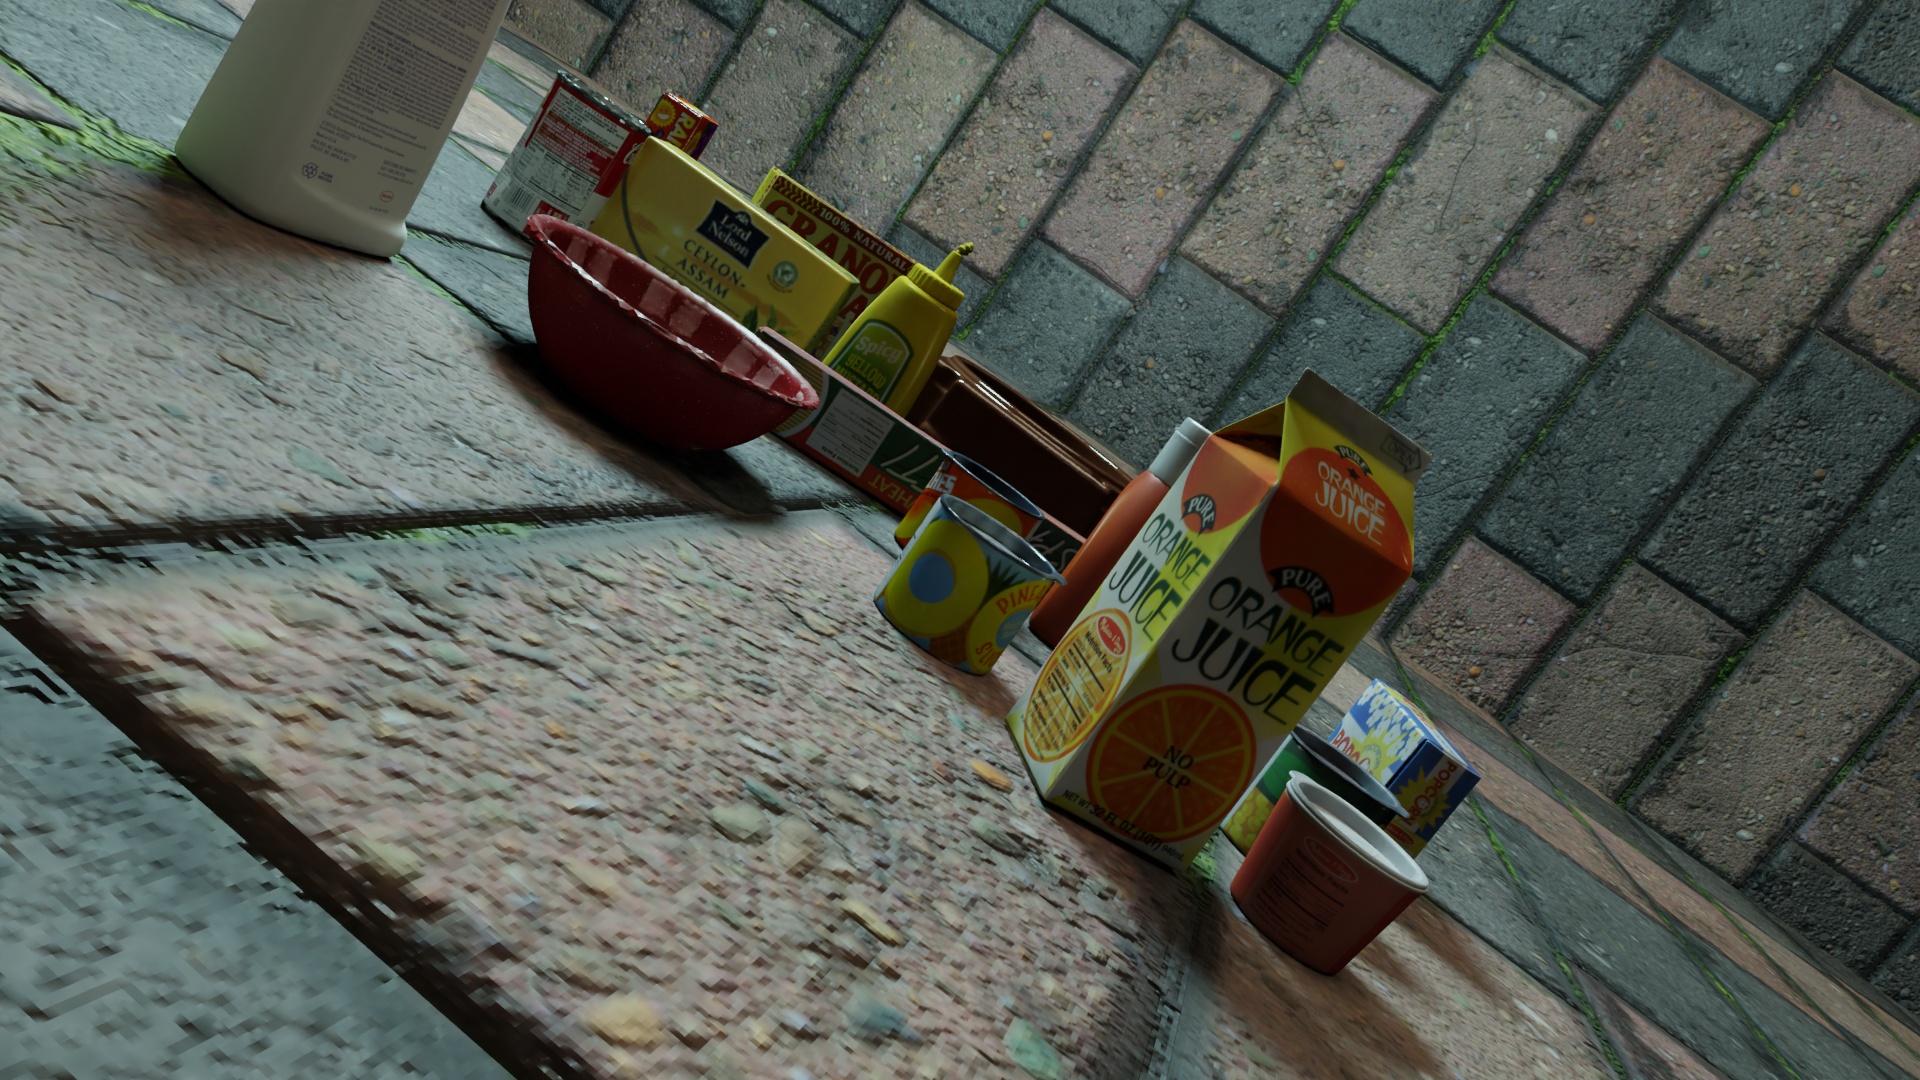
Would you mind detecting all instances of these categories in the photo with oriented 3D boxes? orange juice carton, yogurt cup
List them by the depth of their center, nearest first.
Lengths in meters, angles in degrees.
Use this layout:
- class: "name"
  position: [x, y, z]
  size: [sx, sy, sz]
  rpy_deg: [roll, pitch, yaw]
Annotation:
- class: "orange juice carton"
  position: [0.106, 0.028, 0.554]
  size: [0.072, 0.192, 0.073]
  rpy_deg: [31, 10, -20]
- class: "yogurt cup"
  position: [0.148, 0.139, 0.570]
  size: [0.072, 0.054, 0.072]
  rpy_deg: [34, 10, -6]

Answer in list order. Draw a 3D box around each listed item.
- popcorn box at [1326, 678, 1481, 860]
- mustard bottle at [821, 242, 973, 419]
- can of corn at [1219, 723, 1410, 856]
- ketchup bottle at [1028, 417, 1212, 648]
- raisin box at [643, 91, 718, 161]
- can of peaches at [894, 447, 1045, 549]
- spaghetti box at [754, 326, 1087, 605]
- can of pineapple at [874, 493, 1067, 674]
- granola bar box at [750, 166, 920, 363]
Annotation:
- class: "popcorn box"
  position: [0.234, 0.135, 0.777]
  size: [0.038, 0.085, 0.127]
  rpy_deg: [35, 10, -1]
- class: "mustard bottle"
  position: [-0.042, -0.133, 0.922]
  size: [0.065, 0.160, 0.049]
  rpy_deg: [36, 9, 8]
- class: "can of corn"
  position: [0.166, 0.130, 0.658]
  size: [0.071, 0.058, 0.071]
  rpy_deg: [34, 10, -6]
- class: "ketchup bottle"
  position: [0.100, 0.000, 0.793]
  size: [0.043, 0.148, 0.065]
  rpy_deg: [39, 10, 23]
- class: "raisin box"
  position: [-0.256, -0.311, 1.165]
  size: [0.040, 0.123, 0.086]
  rpy_deg: [34, 10, -7]
- class: "can of peaches"
  position: [0.003, -0.010, 0.784]
  size: [0.071, 0.058, 0.071]
  rpy_deg: [34, 10, -6]
- class: "spaghetti box"
  position: [-0.029, -0.041, 0.849]
  size: [0.250, 0.050, 0.029]
  rpy_deg: [33, 10, -9]
- class: "can of pineapple"
  position: [0.003, 0.021, 0.640]
  size: [0.071, 0.057, 0.071]
  rpy_deg: [34, 10, -6]
- class: "granola bar box"
  position: [-0.111, -0.196, 1.099]
  size: [0.165, 0.124, 0.039]
  rpy_deg: [29, 11, -28]
